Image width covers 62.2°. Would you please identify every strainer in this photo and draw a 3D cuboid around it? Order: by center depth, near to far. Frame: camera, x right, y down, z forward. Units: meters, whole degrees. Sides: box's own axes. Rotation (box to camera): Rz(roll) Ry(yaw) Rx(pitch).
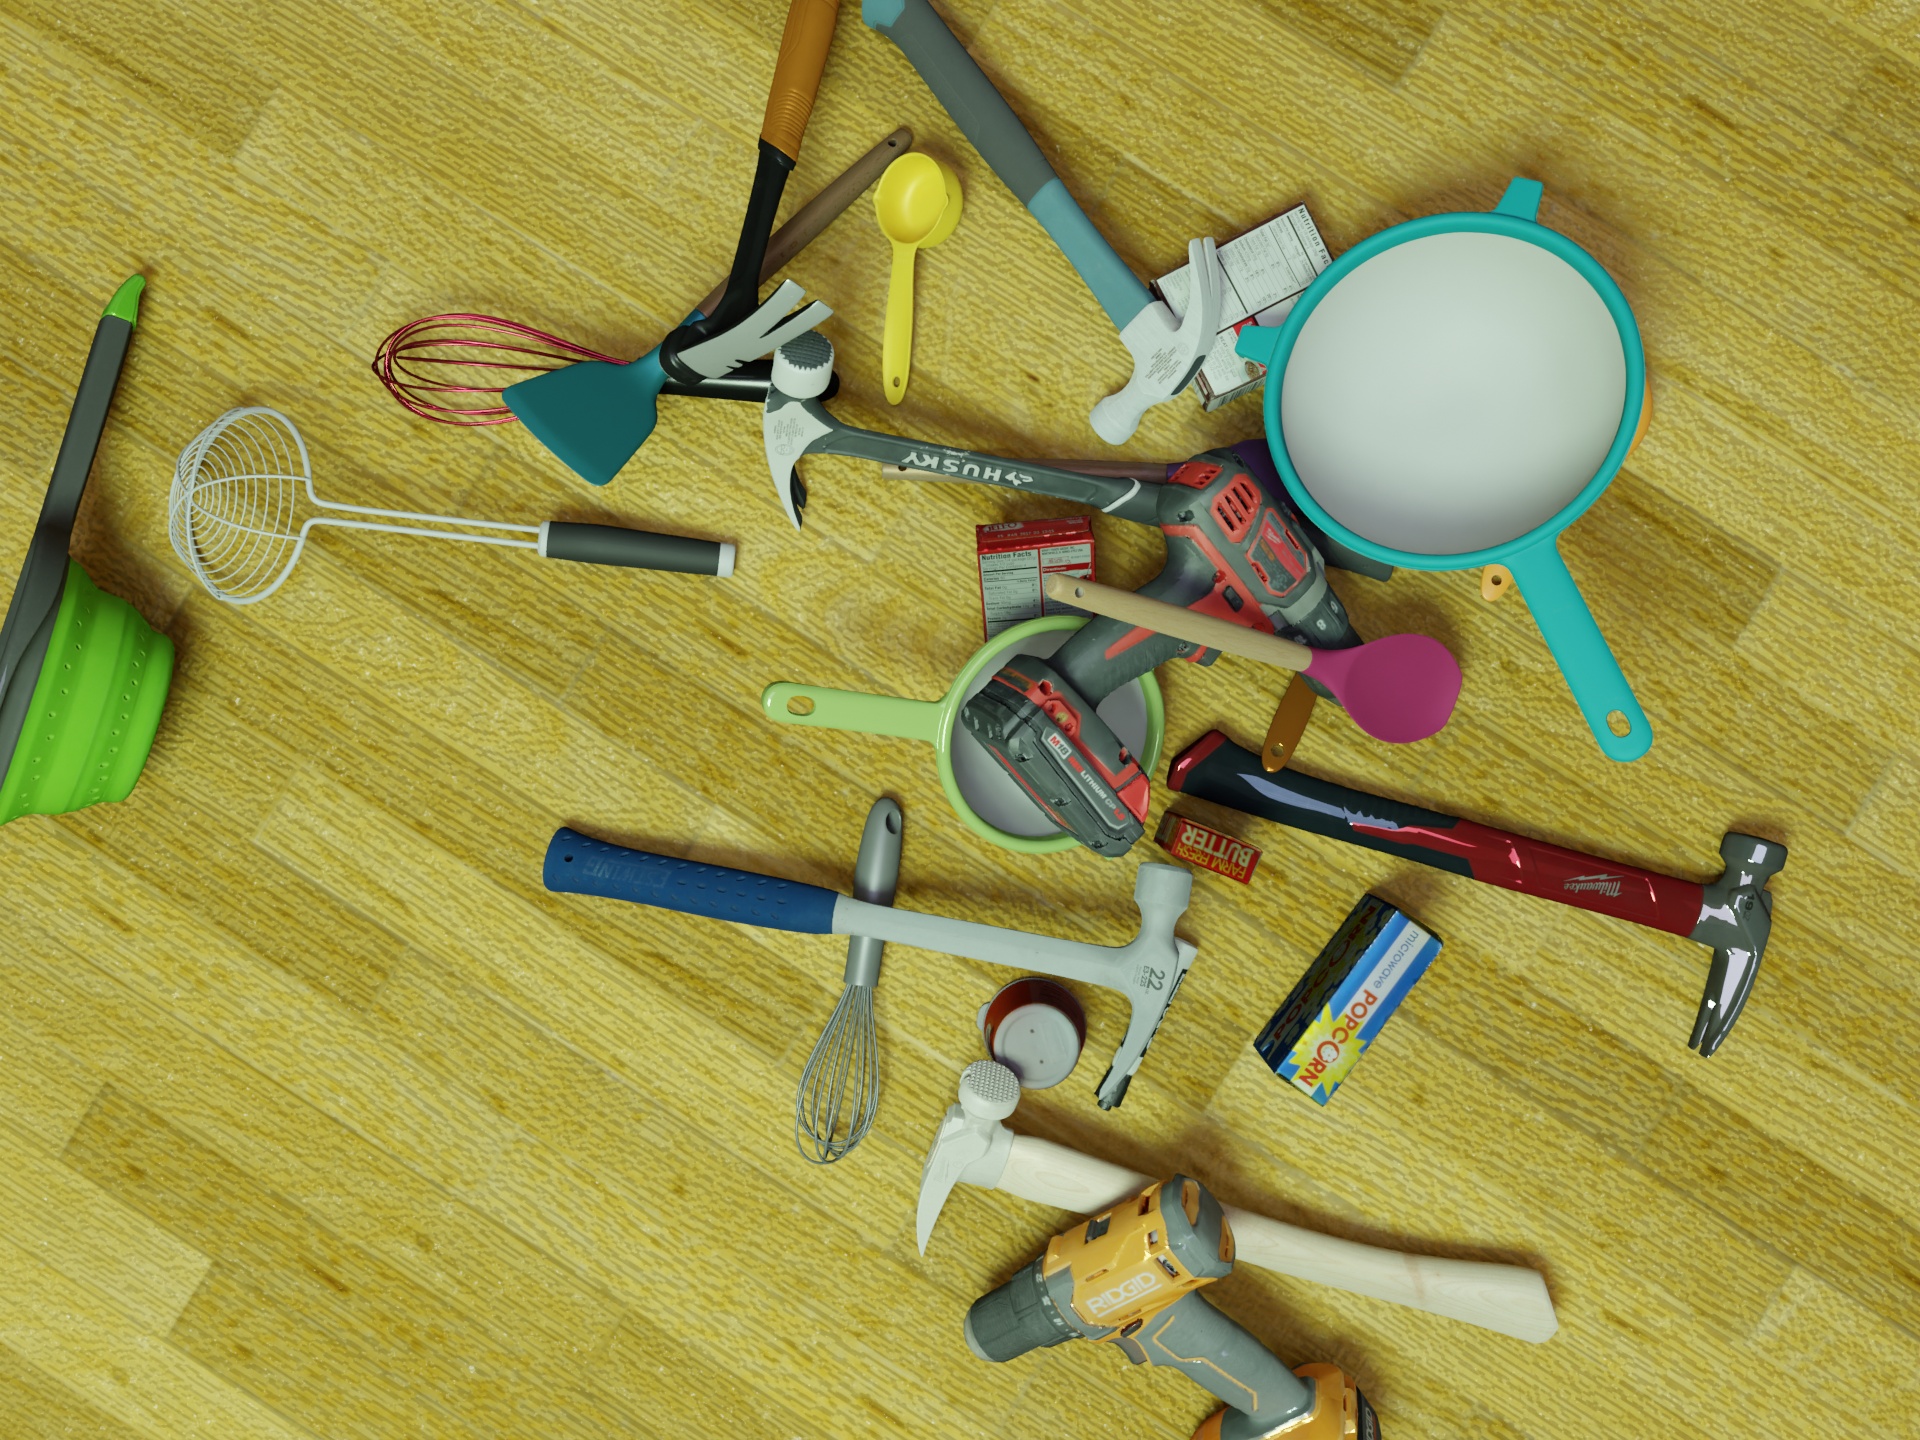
[{"bbox_3d":[0.319,-0.130,0.940,0.211,0.095,0.340,-27,77,17],"label":"strainer"},{"bbox_3d":[-0.002,-0.003,0.981,0.256,0.069,0.151,7,102,-20],"label":"strainer"}]

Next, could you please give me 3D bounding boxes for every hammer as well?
[{"bbox_3d":[-0.101,-0.365,0.958,0.034,0.127,0.337,27,64,-39],"label":"hammer"},{"bbox_3d":[-0.068,0.128,0.990,0.405,0.035,0.144,9,82,12],"label":"hammer"},{"bbox_3d":[0.078,-0.140,0.992,0.409,0.149,0.036,11,57,-7],"label":"hammer"},{"bbox_3d":[0.043,-0.341,1.002,0.128,0.033,0.331,-41,83,36],"label":"hammer"},{"bbox_3d":[0.176,0.332,1.008,0.410,0.038,0.146,17,119,-4],"label":"hammer"},{"bbox_3d":[0.317,0.096,1.013,0.386,0.038,0.143,15,93,2],"label":"hammer"}]

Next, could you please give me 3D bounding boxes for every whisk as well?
[{"bbox_3d":[-0.225,-0.221,1.018,0.296,0.073,0.073,2,91,-4],"label":"whisk"},{"bbox_3d":[-0.067,0.167,1.023,0.055,0.055,0.239,9,86,2],"label":"whisk"}]

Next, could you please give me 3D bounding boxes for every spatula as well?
[{"bbox_3d":[-0.140,-0.270,0.987,0.082,0.044,0.317,43,77,1],"label":"spatula"},{"bbox_3d":[0.107,-0.156,1.026,0.316,0.018,0.060,2,92,1],"label":"spatula"}]

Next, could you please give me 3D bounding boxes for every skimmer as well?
[{"bbox_3d":[-0.329,-0.124,1.036,0.363,0.090,0.127,6,91,-8],"label":"skimmer"}]

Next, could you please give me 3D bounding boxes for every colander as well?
[{"bbox_3d":[-0.541,-0.090,1.009,0.094,0.204,0.397,18,73,-32],"label":"colander"}]

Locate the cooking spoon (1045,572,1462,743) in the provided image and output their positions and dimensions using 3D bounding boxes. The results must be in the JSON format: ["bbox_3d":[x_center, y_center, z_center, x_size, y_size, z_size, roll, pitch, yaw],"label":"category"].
[{"bbox_3d":[0.178,-0.041,0.912,0.318,0.017,0.068,13,100,-33],"label":"cooking spoon"}]

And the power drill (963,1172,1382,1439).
[{"bbox_3d":[0.127,0.402,0.979,0.185,0.084,0.226,-35,100,23],"label":"power drill"}]

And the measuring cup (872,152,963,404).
[{"bbox_3d":[-0.029,-0.283,1.025,0.062,0.029,0.156,16,107,35],"label":"measuring cup"}]

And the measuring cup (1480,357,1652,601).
[{"bbox_3d":[0.372,-0.157,1.000,0.095,0.052,0.173,23,89,1],"label":"measuring cup"}]

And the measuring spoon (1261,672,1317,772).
[{"bbox_3d":[0.217,-0.018,1.009,0.021,0.011,0.117,24,71,8],"label":"measuring spoon"}]

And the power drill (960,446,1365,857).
[{"bbox_3d":[0.134,-0.024,0.946,0.227,0.080,0.187,-45,114,-7],"label":"power drill"}]
